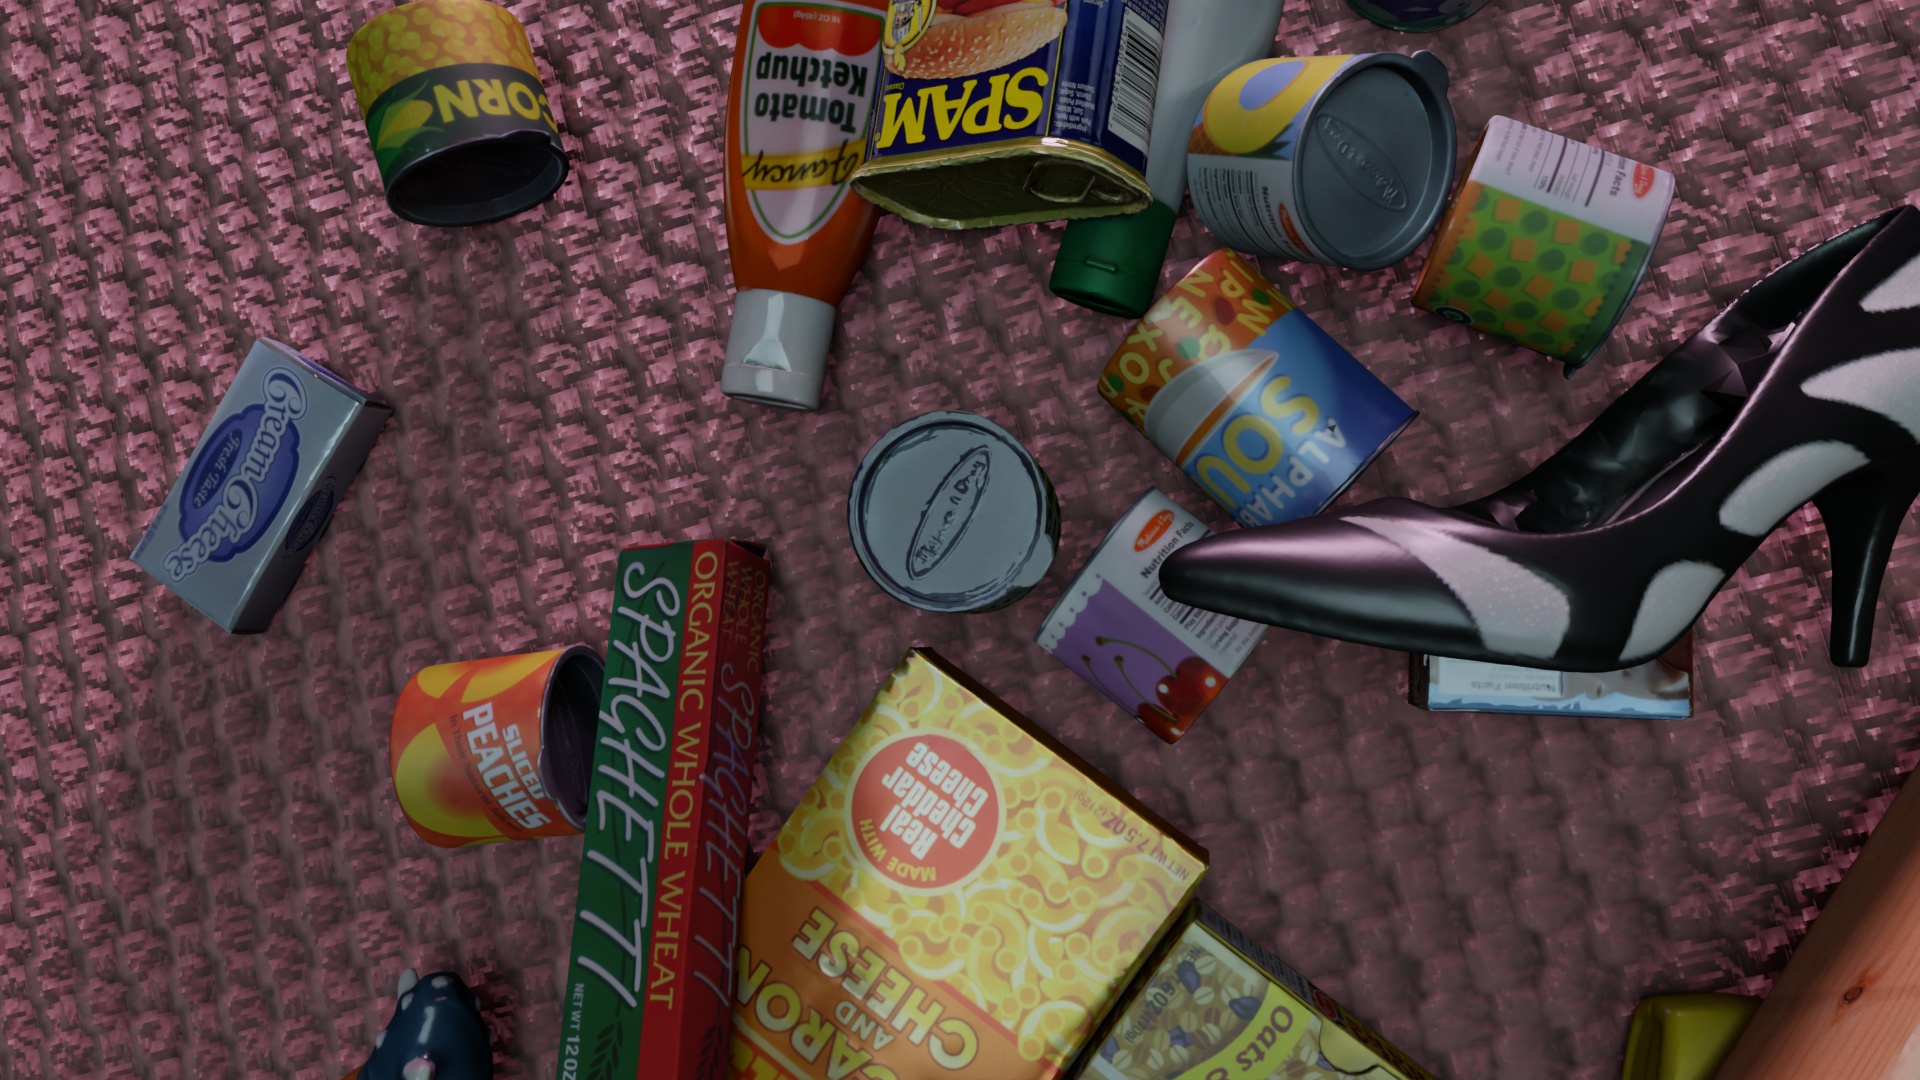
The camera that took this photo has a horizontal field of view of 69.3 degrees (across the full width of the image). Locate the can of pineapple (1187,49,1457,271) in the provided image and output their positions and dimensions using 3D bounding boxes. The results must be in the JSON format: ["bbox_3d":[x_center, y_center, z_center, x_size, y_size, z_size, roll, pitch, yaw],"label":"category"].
[{"bbox_3d":[0.118,-0.125,0.453,0.071,0.058,0.070,-9,109,-26],"label":"can of pineapple"}]

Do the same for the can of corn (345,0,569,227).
[{"bbox_3d":[-0.184,-0.158,0.512,0.071,0.071,0.058,-20,83,7],"label":"can of corn"}]

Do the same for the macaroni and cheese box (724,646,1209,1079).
[{"bbox_3d":[-0.013,0.139,0.476,0.124,0.040,0.166,36,92,11],"label":"macaroni and cheese box"}]

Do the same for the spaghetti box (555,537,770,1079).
[{"bbox_3d":[-0.101,0.120,0.465,0.050,0.028,0.251,-6,70,25],"label":"spaghetti box"}]

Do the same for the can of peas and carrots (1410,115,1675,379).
[{"bbox_3d":[0.186,-0.095,0.451,0.059,0.071,0.071,23,90,10],"label":"can of peas and carrots"}]

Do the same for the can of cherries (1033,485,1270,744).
[{"bbox_3d":[0.066,0.026,0.462,0.058,0.071,0.071,37,92,9],"label":"can of cherries"}]

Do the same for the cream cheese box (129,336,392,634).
[{"bbox_3d":[-0.271,-0.021,0.538,0.053,0.024,0.104,31,91,10],"label":"cream cheese box"}]

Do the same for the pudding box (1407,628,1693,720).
[{"bbox_3d":[0.192,0.033,0.457,0.084,0.030,0.049,1,85,9],"label":"pudding box"}]

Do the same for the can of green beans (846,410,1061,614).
[{"bbox_3d":[0.000,-0.008,0.476,0.071,0.058,0.071,-1,86,9],"label":"can of green beans"}]

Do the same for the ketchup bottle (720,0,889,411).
[{"bbox_3d":[-0.057,-0.123,0.502,0.065,0.043,0.149,9,88,3],"label":"ketchup bottle"}]

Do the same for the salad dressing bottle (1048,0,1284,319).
[{"bbox_3d":[0.069,-0.153,0.485,0.064,0.044,0.147,18,90,9],"label":"salad dressing bottle"}]

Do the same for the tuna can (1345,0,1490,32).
[{"bbox_3d":[0.159,-0.215,0.479,0.071,0.033,0.071,-1,86,9],"label":"tuna can"}]

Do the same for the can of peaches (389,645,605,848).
[{"bbox_3d":[-0.159,0.074,0.489,0.058,0.071,0.071,-8,85,10],"label":"can of peaches"}]

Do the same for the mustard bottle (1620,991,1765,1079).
[{"bbox_3d":[0.288,0.185,0.420,0.160,0.048,0.065,14,81,9],"label":"mustard bottle"}]

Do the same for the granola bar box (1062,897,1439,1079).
[{"bbox_3d":[0.079,0.224,0.456,0.124,0.039,0.165,36,92,10],"label":"granola bar box"}]

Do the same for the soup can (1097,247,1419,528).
[{"bbox_3d":[0.095,-0.044,0.458,0.084,0.071,0.071,44,94,10],"label":"soup can"}]
